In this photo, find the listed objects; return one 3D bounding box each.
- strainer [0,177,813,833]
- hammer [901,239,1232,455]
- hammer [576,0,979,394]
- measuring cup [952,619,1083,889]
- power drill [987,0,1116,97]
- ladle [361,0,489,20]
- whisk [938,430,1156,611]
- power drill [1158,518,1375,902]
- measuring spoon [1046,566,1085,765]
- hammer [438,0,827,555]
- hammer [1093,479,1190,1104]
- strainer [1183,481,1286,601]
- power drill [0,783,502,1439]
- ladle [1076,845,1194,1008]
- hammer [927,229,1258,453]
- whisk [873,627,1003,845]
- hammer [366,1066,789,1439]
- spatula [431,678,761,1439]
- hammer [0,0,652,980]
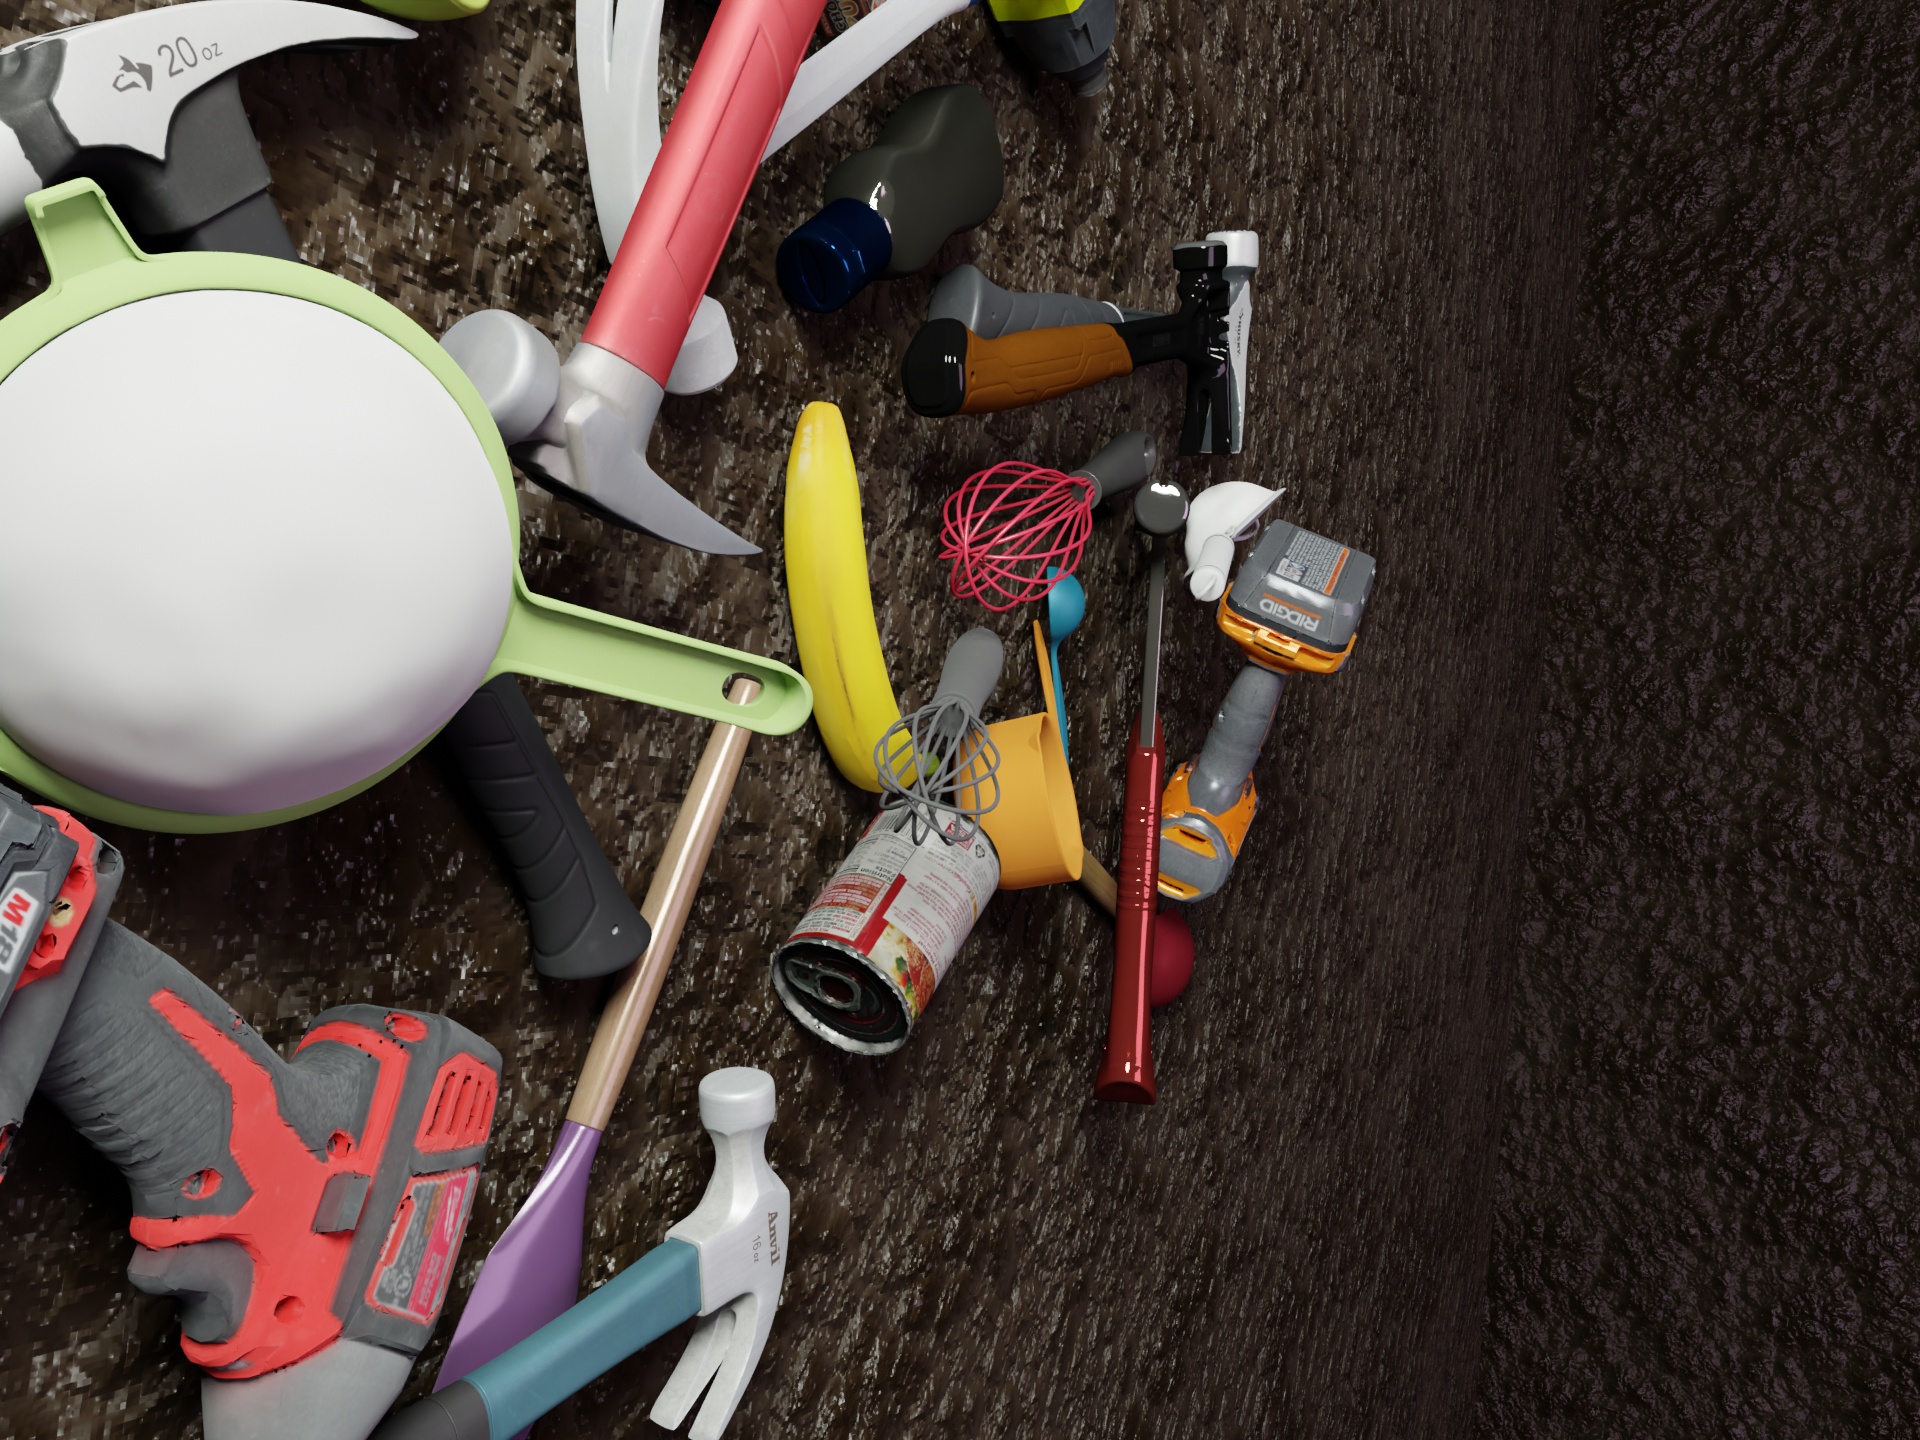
[{"bbox_3d":[-0.130,-0.022,0.421,0.256,0.069,0.151,16,98,-42],"label":"strainer"},{"bbox_3d":[0.069,-0.183,0.831,0.337,0.034,0.127,-27,118,-56],"label":"hammer"},{"bbox_3d":[-0.008,-0.302,0.643,0.406,0.035,0.143,-51,149,-32],"label":"hammer"},{"bbox_3d":[0.026,0.013,0.846,0.095,0.052,0.174,66,15,-45],"label":"measuring cup"},{"bbox_3d":[0.067,-0.451,0.814,0.171,0.080,0.223,55,52,-50],"label":"power drill"},{"bbox_3d":[-0.082,-0.303,0.514,0.320,0.062,0.078,-42,121,-34],"label":"ladle"},{"bbox_3d":[0.060,-0.123,0.872,0.296,0.073,0.073,-41,129,-60],"label":"whisk"},{"bbox_3d":[0.189,-0.009,1.033,0.164,0.084,0.226,-48,159,-60],"label":"power drill"},{"bbox_3d":[0.064,-0.027,0.912,0.042,0.021,0.128,-86,171,-64],"label":"measuring spoon"},{"bbox_3d":[-0.046,-0.246,0.525,0.143,0.038,0.386,31,79,-63],"label":"hammer"},{"bbox_3d":[0.108,0.044,0.941,0.149,0.037,0.359,9,84,-84],"label":"hammer"},{"bbox_3d":[0.157,-0.108,0.968,0.050,0.087,0.258,46,21,-4],"label":"strainer"},{"bbox_3d":[-0.204,0.115,0.391,0.219,0.078,0.143,57,37,-53],"label":"power drill"},{"bbox_3d":[0.093,0.108,0.995,0.315,0.031,0.069,48,53,-51],"label":"ladle"},{"bbox_3d":[0.093,-0.226,0.936,0.409,0.036,0.149,-20,113,-58],"label":"hammer"},{"bbox_3d":[0.000,-0.003,0.723,0.239,0.055,0.055,-70,156,-70],"label":"whisk"},{"bbox_3d":[-0.167,0.229,0.507,0.331,0.033,0.128,-18,109,-55],"label":"hammer"},{"bbox_3d":[-0.130,0.128,0.596,0.059,0.018,0.316,45,56,-53],"label":"spatula"},{"bbox_3d":[-0.166,-0.046,0.488,0.146,0.035,0.334,-56,140,-41],"label":"hammer"}]
